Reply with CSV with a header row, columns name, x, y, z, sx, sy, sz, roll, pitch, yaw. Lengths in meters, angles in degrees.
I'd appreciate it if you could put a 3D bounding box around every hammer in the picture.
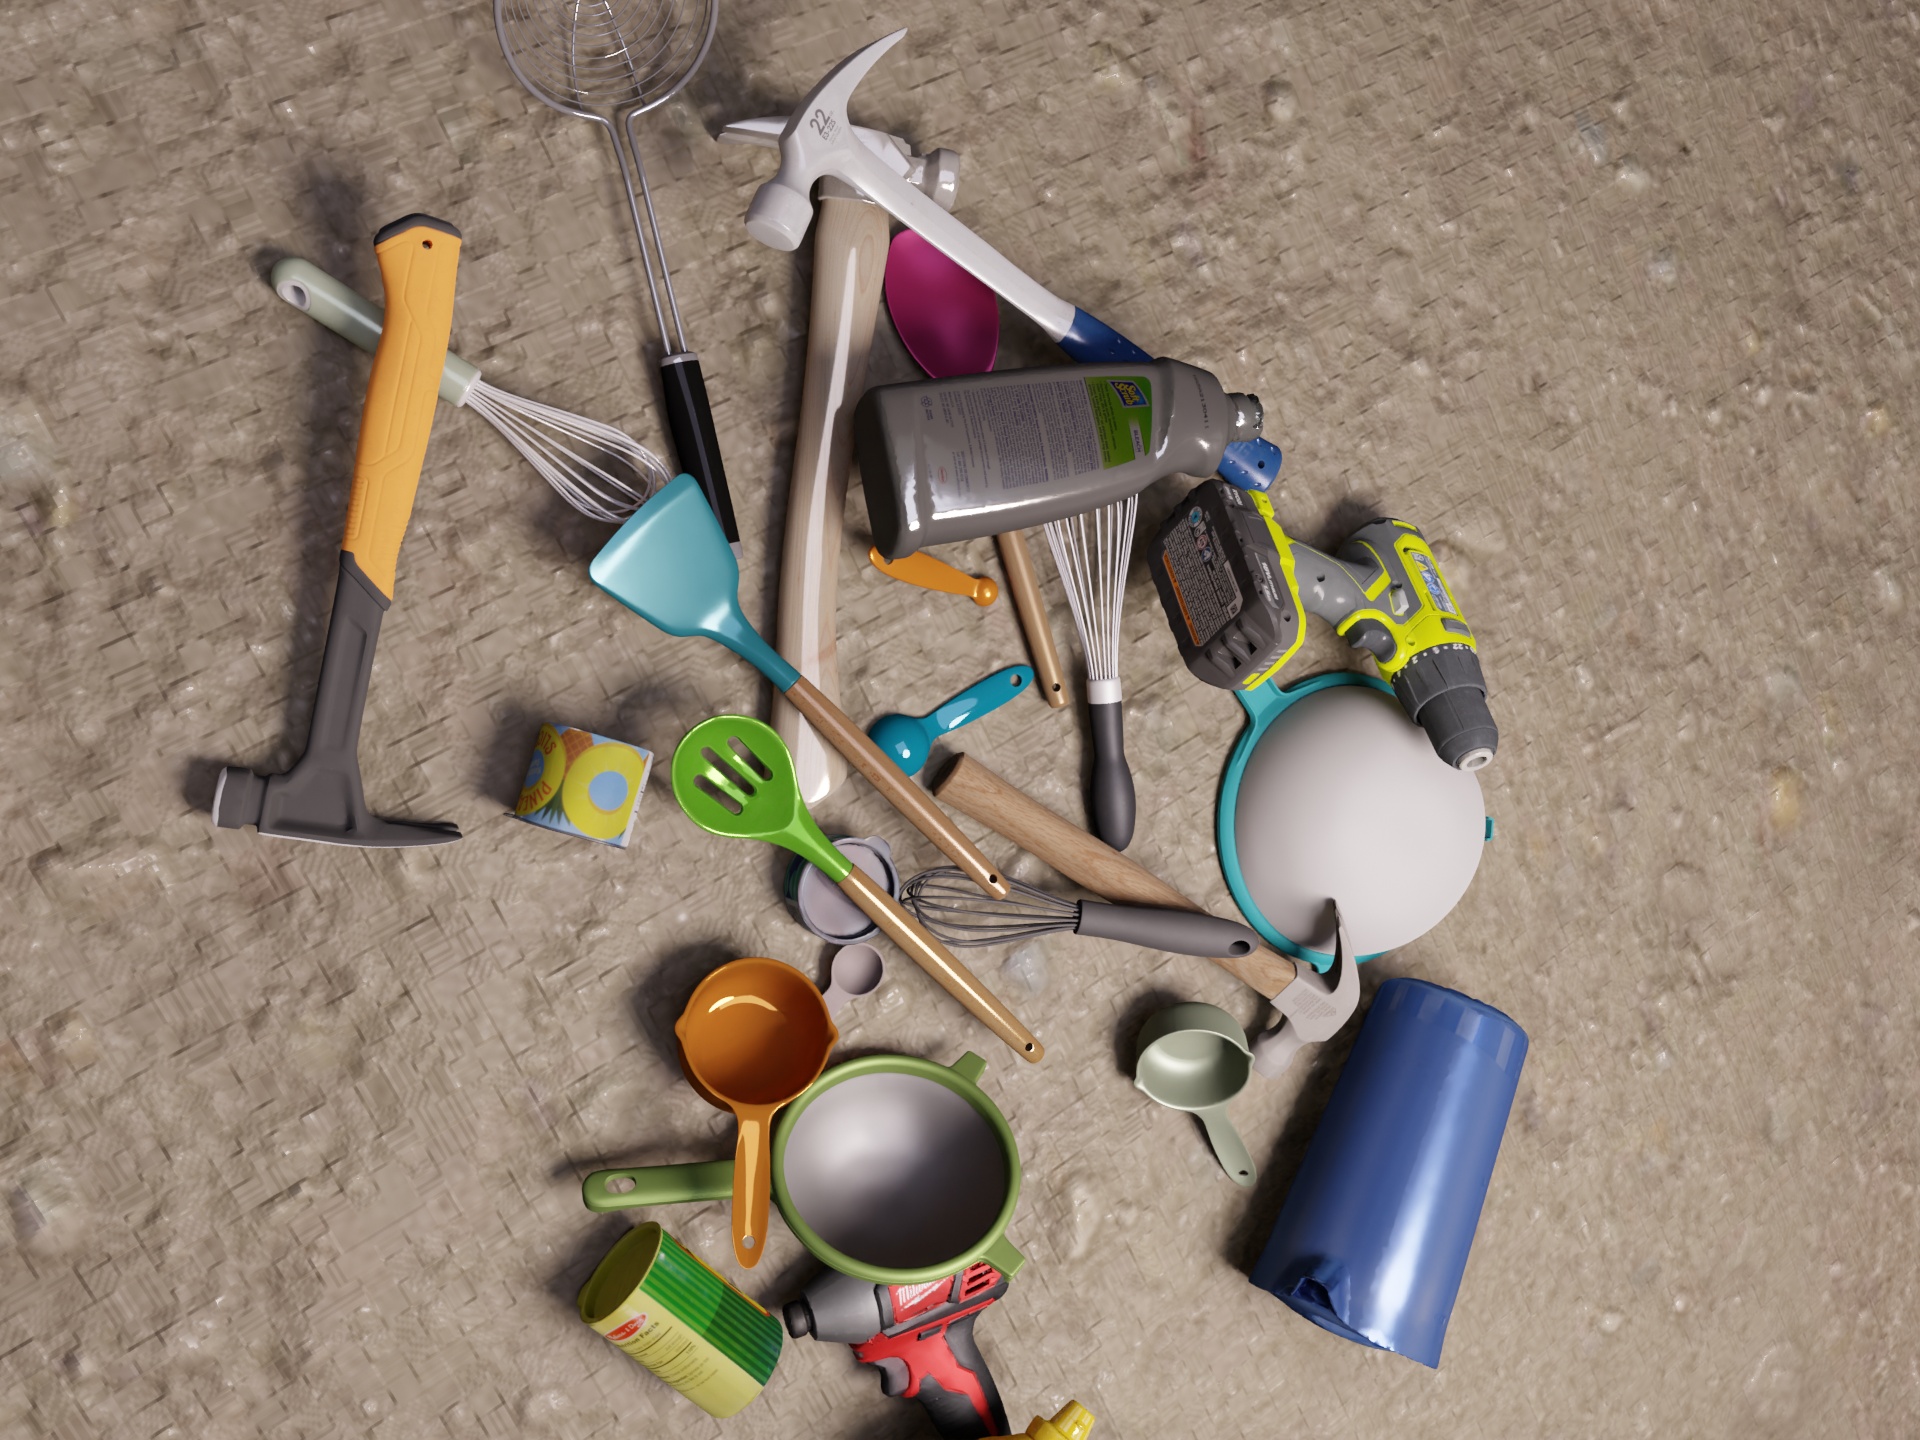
name,x,y,z,sx,sy,sz,roll,pitch,yaw
hammer,-0.093,-0.153,0.962,0.146,0.038,0.410,6,90,-17
hammer,-0.305,-0.098,0.850,0.127,0.034,0.337,10,96,-23
hammer,0.060,-0.258,0.989,0.405,0.035,0.144,28,81,-32
hammer,0.126,0.116,1.048,0.331,0.031,0.130,33,115,-15

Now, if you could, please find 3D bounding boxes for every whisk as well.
name,x,y,z,sx,sy,sz,roll,pitch,yaw
whisk,0.076,0.128,1.012,0.239,0.055,0.055,9,88,-8
whisk,0.092,-0.052,1.041,0.070,0.070,0.284,-10,100,-23
whisk,-0.267,-0.181,0.887,0.246,0.057,0.059,32,45,-18

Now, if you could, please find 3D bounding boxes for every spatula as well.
name,x,y,z,sx,sy,sz,roll,pitch,yaw
spatula,-0.079,-0.003,0.931,0.317,0.044,0.082,45,74,-13

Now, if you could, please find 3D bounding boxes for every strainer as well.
name,x,y,z,sx,sy,sz,roll,pitch,yaw
strainer,0.255,0.023,1.089,0.211,0.095,0.340,-42,108,-17
strainer,-0.094,0.284,0.951,0.256,0.152,0.069,-2,135,-11

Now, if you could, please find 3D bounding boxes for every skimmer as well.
name,x,y,z,sx,sy,sz,roll,pitch,yaw
skimmer,-0.167,-0.269,0.897,0.127,0.090,0.363,-16,99,-23

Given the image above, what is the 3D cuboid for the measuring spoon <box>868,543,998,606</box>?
name,x,y,z,sx,sy,sz,roll,pitch,yaw
measuring spoon,-0.014,-0.091,0.989,0.116,0.011,0.021,14,88,-47

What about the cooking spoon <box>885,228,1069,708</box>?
name,x,y,z,sx,sy,sz,roll,pitch,yaw
cooking spoon,0.019,-0.160,1.022,0.068,0.017,0.319,-18,98,-11

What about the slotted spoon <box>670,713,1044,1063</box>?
name,x,y,z,sx,sy,sz,roll,pitch,yaw
slotted spoon,-0.054,0.110,0.956,0.070,0.031,0.313,-48,110,-8

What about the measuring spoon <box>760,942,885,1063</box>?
name,x,y,z,sx,sy,sz,roll,pitch,yaw
measuring spoon,-0.094,0.188,0.987,0.034,0.018,0.124,42,82,-11

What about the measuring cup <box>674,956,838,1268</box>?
name,x,y,z,sx,sy,sz,roll,pitch,yaw
measuring cup,-0.123,0.228,0.925,0.095,0.052,0.174,5,69,-15

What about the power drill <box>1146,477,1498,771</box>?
name,x,y,z,sx,sy,sz,roll,pitch,yaw
power drill,0.247,-0.062,1.038,0.228,0.080,0.191,10,50,-32

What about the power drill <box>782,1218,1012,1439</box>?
name,x,y,z,sx,sy,sz,roll,pitch,yaw
power drill,-0.025,0.426,0.989,0.143,0.078,0.219,-13,93,-23

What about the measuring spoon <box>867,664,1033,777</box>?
name,x,y,z,sx,sy,sz,roll,pitch,yaw
measuring spoon,-0.002,-0.003,1.015,0.128,0.021,0.042,-30,102,-21

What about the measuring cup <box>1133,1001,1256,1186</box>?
name,x,y,z,sx,sy,sz,roll,pitch,yaw
measuring cup,0.172,0.256,1.089,0.083,0.038,0.167,-17,123,15
